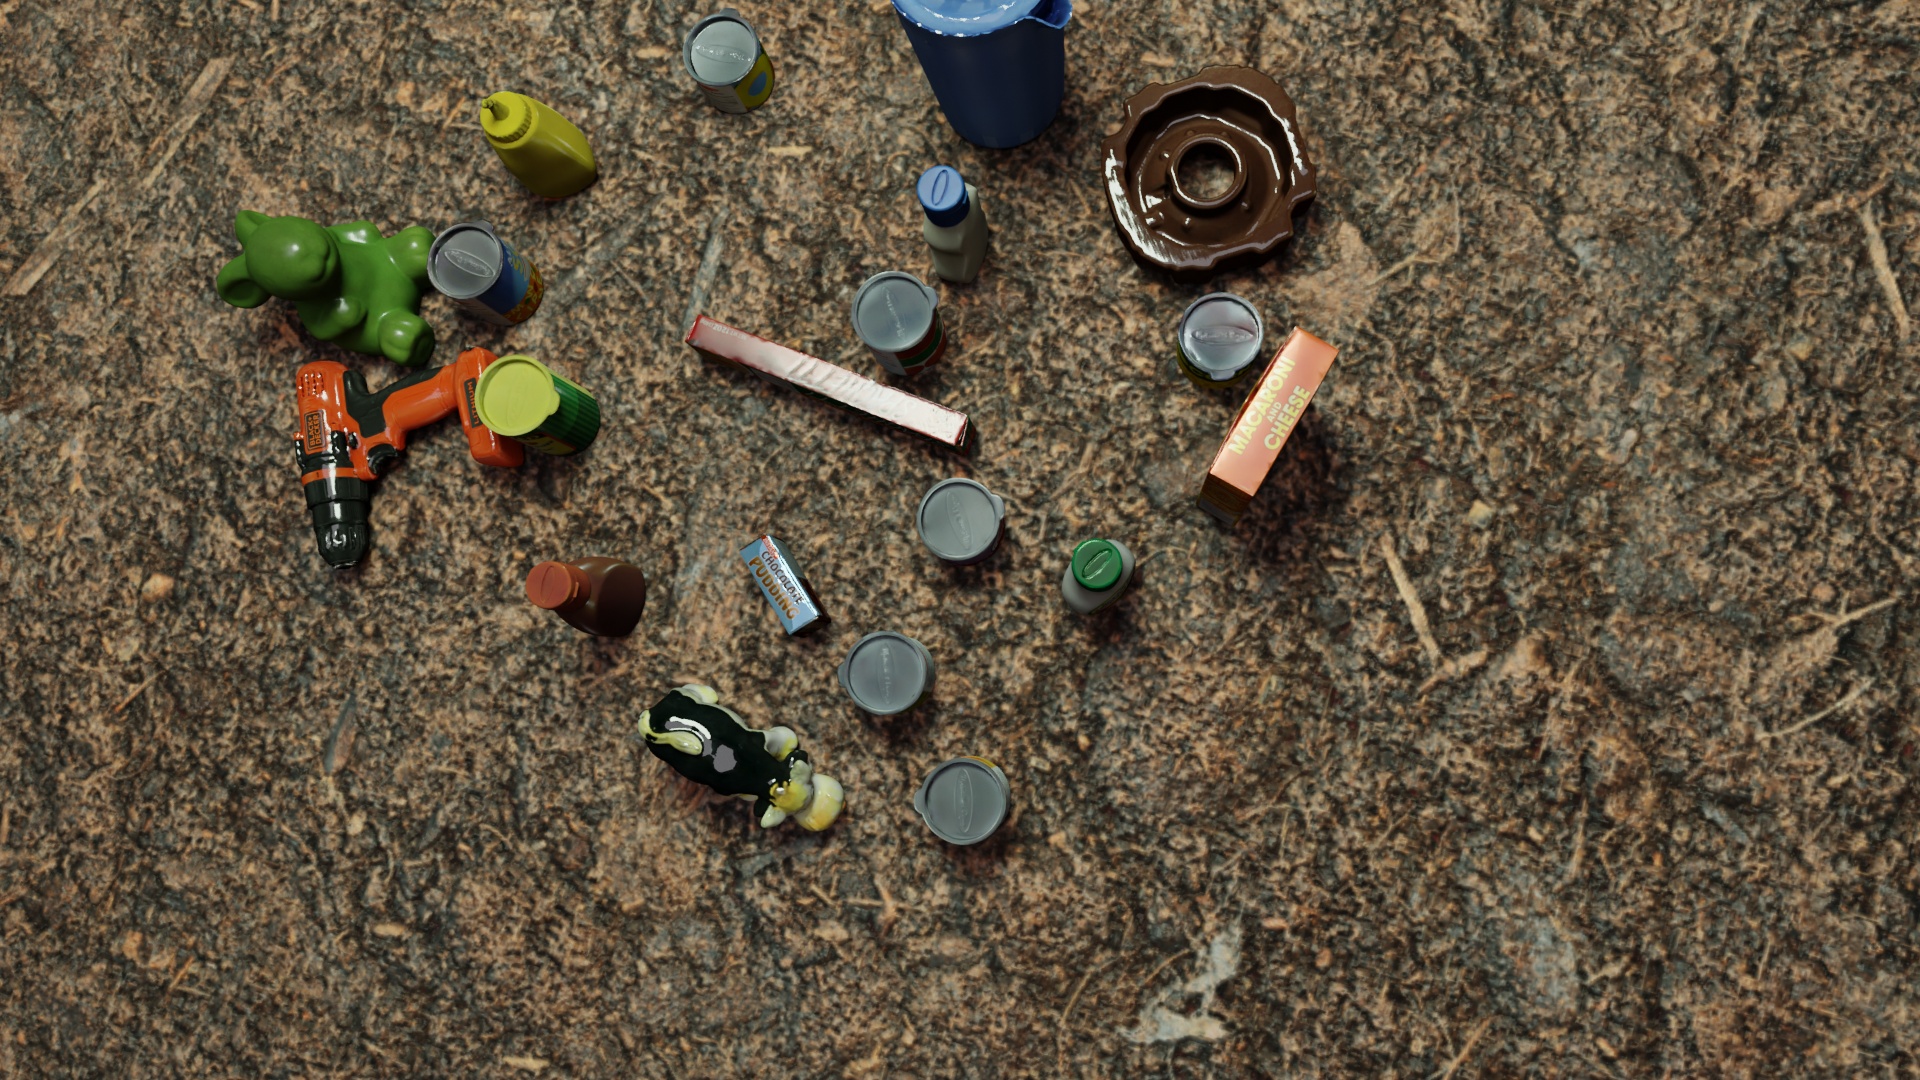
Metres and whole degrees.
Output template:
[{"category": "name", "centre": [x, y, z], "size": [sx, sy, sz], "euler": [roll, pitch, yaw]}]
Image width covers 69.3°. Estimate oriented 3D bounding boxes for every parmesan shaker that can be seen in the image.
[{"category": "parmesan shaker", "centre": [-0.346, -0.109, 1.152], "size": [0.071, 0.103, 0.071], "euler": [-1, 83, 7]}]

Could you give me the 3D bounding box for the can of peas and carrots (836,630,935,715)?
[{"category": "can of peas and carrots", "centre": [-0.058, 0.107, 1.112], "size": [0.071, 0.058, 0.071], "euler": [-1, 83, 7]}]

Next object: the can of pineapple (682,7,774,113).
[{"category": "can of pineapple", "centre": [-0.198, -0.412, 1.198], "size": [0.071, 0.058, 0.071], "euler": [-1, 83, 7]}]

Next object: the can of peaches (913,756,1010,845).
[{"category": "can of peaches", "centre": [0.003, 0.203, 1.092], "size": [0.071, 0.058, 0.071], "euler": [-1, 83, 7]}]

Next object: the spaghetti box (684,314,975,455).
[{"category": "spaghetti box", "centre": [-0.106, -0.128, 1.153], "size": [0.250, 0.050, 0.028], "euler": [21, 86, 9]}]

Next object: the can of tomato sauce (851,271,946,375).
[{"category": "can of tomato sauce", "centre": [-0.047, -0.177, 1.136], "size": [0.071, 0.083, 0.071], "euler": [-1, 83, 7]}]

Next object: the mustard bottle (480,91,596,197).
[{"category": "mustard bottle", "centre": [-0.358, -0.336, 1.155], "size": [0.065, 0.160, 0.049], "euler": [-22, 81, 4]}]

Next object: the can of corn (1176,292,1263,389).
[{"category": "can of corn", "centre": [0.207, -0.157, 1.115], "size": [0.071, 0.058, 0.071], "euler": [-1, 83, 7]}]

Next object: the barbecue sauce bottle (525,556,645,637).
[{"category": "barbecue sauce bottle", "centre": [-0.297, 0.042, 1.103], "size": [0.044, 0.148, 0.065], "euler": [10, 84, 8]}]

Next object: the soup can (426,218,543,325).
[{"category": "soup can", "centre": [-0.402, -0.228, 1.185], "size": [0.071, 0.083, 0.071], "euler": [-1, 83, 7]}]

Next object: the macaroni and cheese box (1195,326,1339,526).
[{"category": "macaroni and cheese box", "centre": [0.227, -0.081, 1.048], "size": [0.040, 0.166, 0.124], "euler": [31, 87, 10]}]

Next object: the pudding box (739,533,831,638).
[{"category": "pudding box", "centre": [-0.142, 0.037, 1.136], "size": [0.030, 0.049, 0.084], "euler": [-33, 80, 2]}]

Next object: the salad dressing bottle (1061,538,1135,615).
[{"category": "salad dressing bottle", "centre": [0.105, 0.025, 1.058], "size": [0.064, 0.147, 0.044], "euler": [-44, 80, 0]}]

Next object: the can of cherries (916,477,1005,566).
[{"category": "can of cherries", "centre": [0.004, -0.014, 1.121], "size": [0.071, 0.058, 0.071], "euler": [-1, 83, 7]}]

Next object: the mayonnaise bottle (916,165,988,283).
[{"category": "mayonnaise bottle", "centre": [-0.006, -0.255, 1.109], "size": [0.041, 0.148, 0.065], "euler": [14, 85, 9]}]
